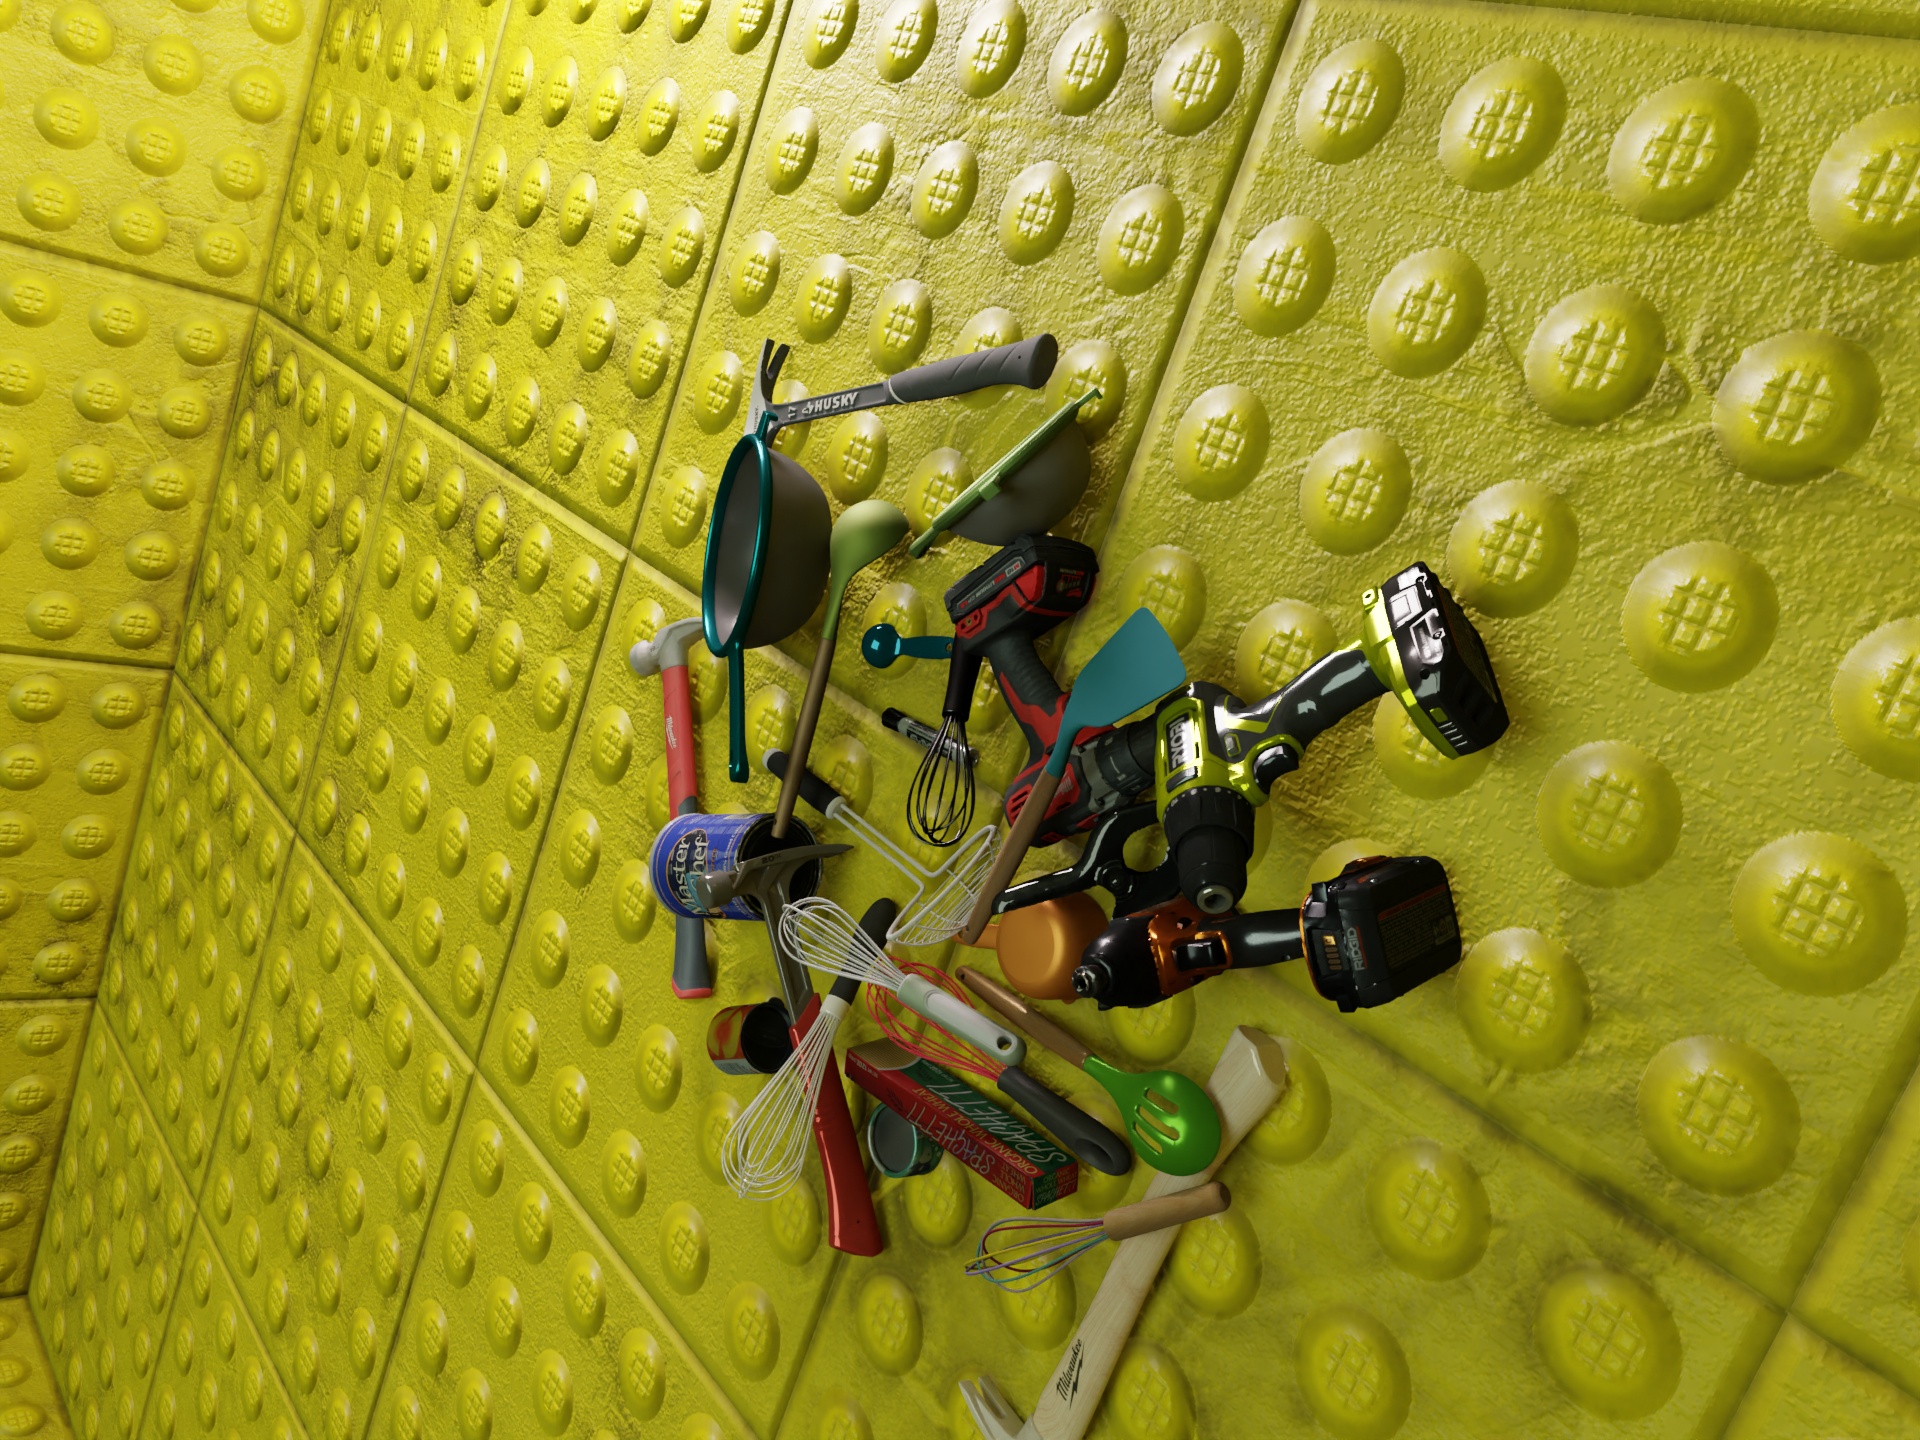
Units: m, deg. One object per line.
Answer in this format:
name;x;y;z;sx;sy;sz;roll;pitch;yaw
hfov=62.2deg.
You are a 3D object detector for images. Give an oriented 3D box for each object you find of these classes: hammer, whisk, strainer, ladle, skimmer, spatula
hammer;-0.274;0.088;1.624;0.143;0.038;0.386;-18;72;42
whisk;0.096;0.372;1.157;0.245;0.047;0.051;-30;27;36
strainer;0.031;-0.168;1.317;0.069;0.151;0.256;48;150;-6
ladle;-0.116;-0.046;1.446;0.078;0.062;0.320;20;96;56
whisk;-0.001;-0.005;1.312;0.055;0.055;0.239;-17;53;44
hammer;-0.121;0.291;1.408;0.037;0.149;0.359;-26;78;57
whisk;-0.050;0.211;1.287;0.246;0.059;0.058;27;67;25
skimmer;-0.090;0.086;1.398;0.127;0.090;0.364;-47;43;-10
hammer;0.123;0.397;1.176;0.146;0.038;0.410;39;112;43
strainer;-0.171;-0.099;1.475;0.211;0.095;0.341;136;135;-57
spatula;0.071;0.058;1.187;0.317;0.044;0.082;-65;33;34
hammer;-0.068;-0.306;1.465;0.409;0.036;0.149;0;84;45
whisk;-0.122;0.275;1.357;0.070;0.070;0.285;-2;52;46
whisk;0.024;0.276;1.281;0.296;0.073;0.073;31;107;38

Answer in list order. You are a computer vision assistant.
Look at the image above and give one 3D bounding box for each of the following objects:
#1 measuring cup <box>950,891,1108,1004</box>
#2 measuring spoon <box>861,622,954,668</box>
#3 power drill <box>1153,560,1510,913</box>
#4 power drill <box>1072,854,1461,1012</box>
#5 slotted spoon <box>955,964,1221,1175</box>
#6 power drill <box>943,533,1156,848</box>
measuring cup;0.039;0.177;1.277;0.174;0.052;0.095;-2;84;44
measuring spoon;-0.048;-0.067;1.420;0.129;0.021;0.042;4;88;47
power drill;0.224;0.014;1.020;0.228;0.080;0.191;-32;30;26
power drill;0.191;0.149;1.046;0.226;0.164;0.084;-14;88;42
slotted spoon;0.083;0.253;1.216;0.314;0.031;0.070;26;99;54
power drill;0.089;-0.032;1.239;0.188;0.080;0.227;-33;65;39
